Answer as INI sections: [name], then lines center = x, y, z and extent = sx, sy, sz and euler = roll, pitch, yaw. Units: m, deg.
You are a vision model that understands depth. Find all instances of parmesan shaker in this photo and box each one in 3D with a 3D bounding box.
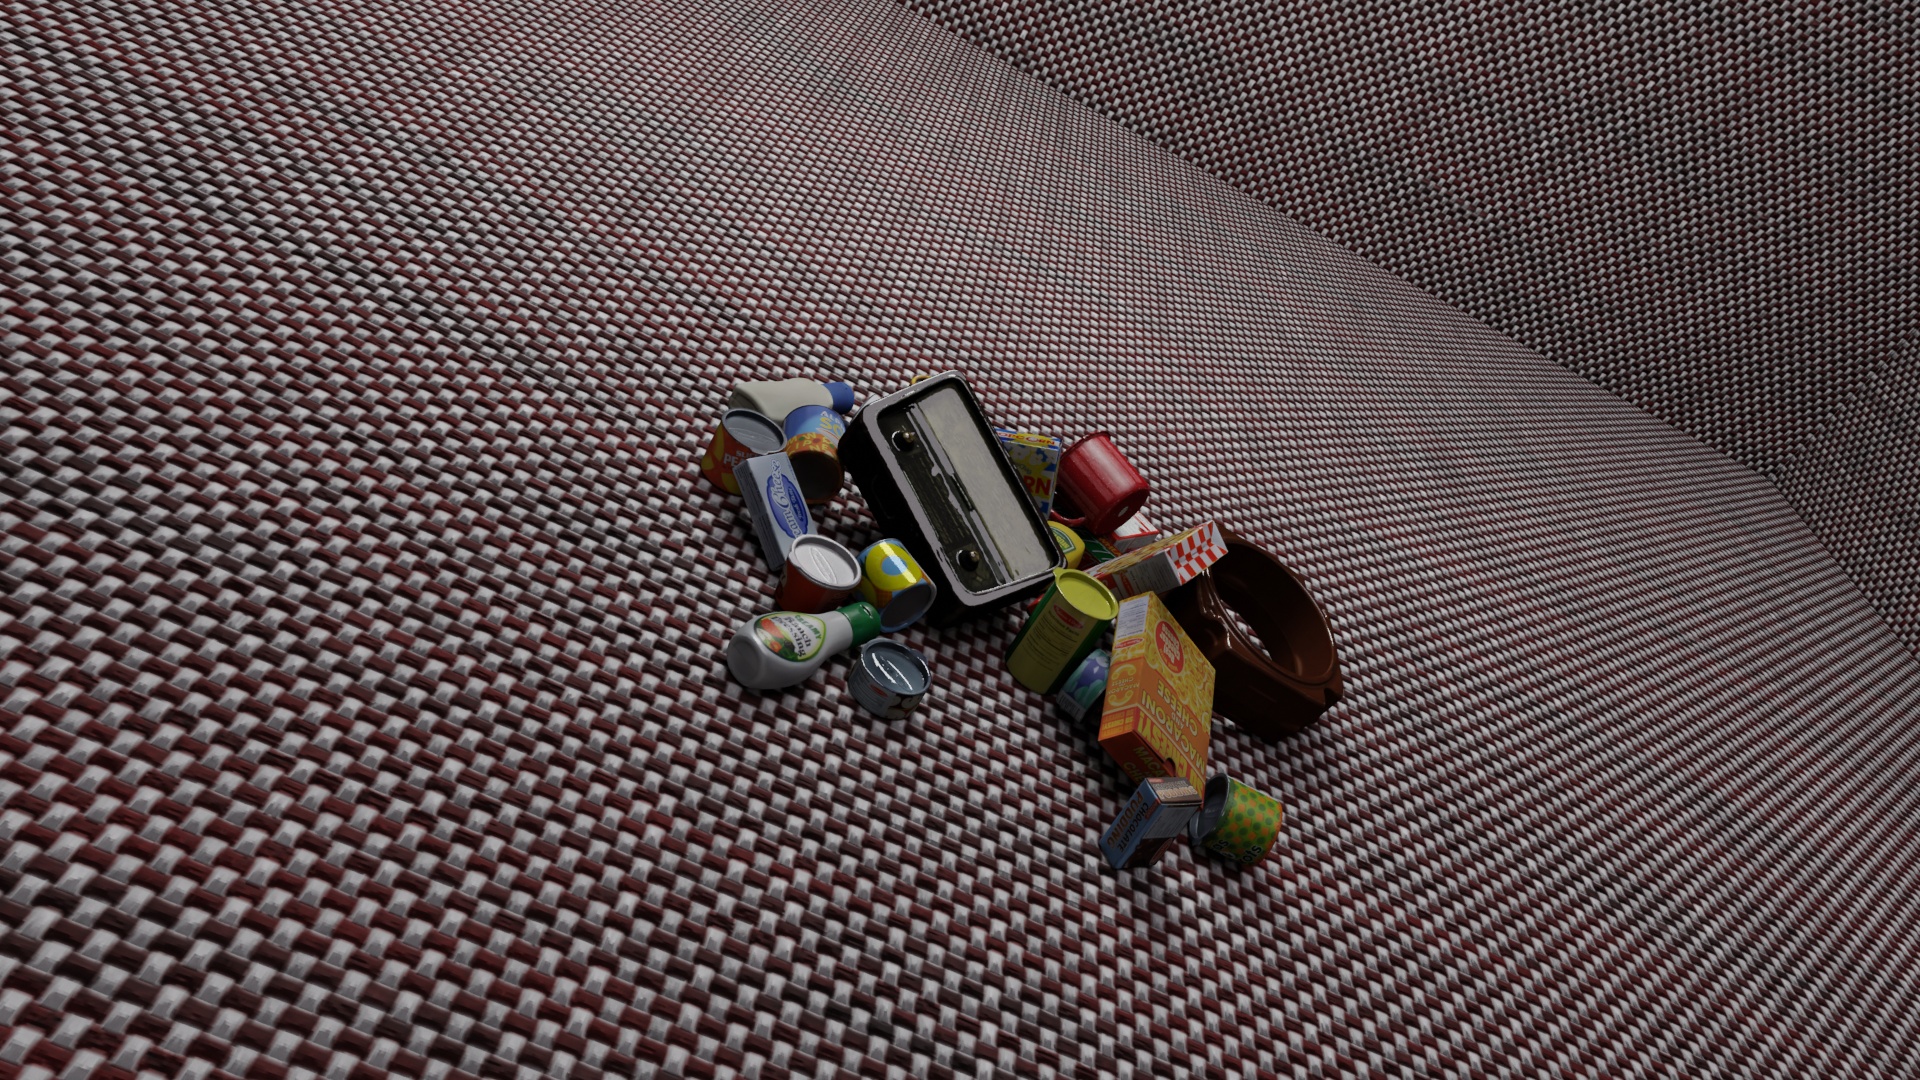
[parmesan shaker]
center = 0.091, 0.084, 1.299
extent = 0.071, 0.102, 0.072
euler = 23, 32, -15

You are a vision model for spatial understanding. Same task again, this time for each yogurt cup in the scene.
[yogurt cup]
center = -0.128, 0.036, 1.223
extent = 0.072, 0.053, 0.073
euler = 23, 32, -15

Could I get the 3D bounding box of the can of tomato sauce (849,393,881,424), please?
[can of tomato sauce]
center = -0.074, -0.104, 1.464
extent = 0.083, 0.071, 0.071
euler = 35, 31, 5

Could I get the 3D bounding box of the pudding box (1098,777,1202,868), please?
[pudding box]
center = 0.158, 0.236, 1.159
extent = 0.050, 0.083, 0.030
euler = 5, 37, -36

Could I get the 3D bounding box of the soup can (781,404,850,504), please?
[soup can]
center = -0.143, -0.086, 1.370
extent = 0.071, 0.071, 0.084
euler = 20, 33, -18

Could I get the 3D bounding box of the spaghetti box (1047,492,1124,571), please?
[spaghetti box]
center = 0.150, 0.020, 1.515
extent = 0.250, 0.028, 0.050
euler = 43, 32, 19

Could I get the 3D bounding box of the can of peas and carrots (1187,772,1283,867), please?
[can of peas and carrots]
center = 0.243, 0.250, 1.232
extent = 0.059, 0.070, 0.071
euler = 27, 31, -9

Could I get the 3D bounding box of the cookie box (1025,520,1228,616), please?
[cookie box]
center = 0.164, 0.038, 1.373
extent = 0.123, 0.167, 0.040
euler = -26, 92, -55

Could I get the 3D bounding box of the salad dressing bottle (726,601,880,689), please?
[salad dressing bottle]
center = -0.128, 0.084, 1.165
extent = 0.064, 0.043, 0.148
euler = 46, 33, 21

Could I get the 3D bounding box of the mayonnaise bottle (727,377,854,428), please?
[mayonnaise bottle]
center = -0.172, -0.142, 1.457
extent = 0.065, 0.041, 0.148
euler = 44, 32, 21

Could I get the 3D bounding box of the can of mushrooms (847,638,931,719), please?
[can of mushrooms]
center = -0.059, 0.118, 1.187
extent = 0.071, 0.033, 0.071
euler = 22, 32, -14

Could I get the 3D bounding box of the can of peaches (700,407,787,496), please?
[can of peaches]
center = -0.207, -0.082, 1.322
extent = 0.071, 0.057, 0.071
euler = 23, 31, -15

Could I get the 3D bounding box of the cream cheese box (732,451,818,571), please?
[cream cheese box]
center = -0.166, -0.027, 1.268
extent = 0.053, 0.024, 0.104
euler = -16, 83, -51

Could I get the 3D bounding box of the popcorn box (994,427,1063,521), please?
[popcorn box]
center = 0.037, -0.072, 1.457
extent = 0.127, 0.085, 0.038
euler = 10, 22, 5

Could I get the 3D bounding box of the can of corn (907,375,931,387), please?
[can of corn]
center = -0.039, -0.143, 1.556
extent = 0.071, 0.058, 0.071
euler = 23, 31, -15

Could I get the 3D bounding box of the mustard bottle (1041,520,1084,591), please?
[mustard bottle]
center = 0.069, 0.024, 1.418
extent = 0.065, 0.048, 0.161
euler = 35, 30, 18

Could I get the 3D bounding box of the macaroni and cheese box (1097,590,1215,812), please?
[macaroni and cheese box]
center = 0.182, 0.148, 1.264
extent = 0.123, 0.040, 0.167
euler = 49, 36, -29

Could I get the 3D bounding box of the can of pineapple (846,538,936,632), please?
[can of pineapple]
center = -0.065, 0.042, 1.260
extent = 0.071, 0.070, 0.058
euler = -6, 47, -46

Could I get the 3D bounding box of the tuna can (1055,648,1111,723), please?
[tuna can]
center = 0.122, 0.133, 1.288
extent = 0.033, 0.070, 0.071
euler = 40, 32, 15
